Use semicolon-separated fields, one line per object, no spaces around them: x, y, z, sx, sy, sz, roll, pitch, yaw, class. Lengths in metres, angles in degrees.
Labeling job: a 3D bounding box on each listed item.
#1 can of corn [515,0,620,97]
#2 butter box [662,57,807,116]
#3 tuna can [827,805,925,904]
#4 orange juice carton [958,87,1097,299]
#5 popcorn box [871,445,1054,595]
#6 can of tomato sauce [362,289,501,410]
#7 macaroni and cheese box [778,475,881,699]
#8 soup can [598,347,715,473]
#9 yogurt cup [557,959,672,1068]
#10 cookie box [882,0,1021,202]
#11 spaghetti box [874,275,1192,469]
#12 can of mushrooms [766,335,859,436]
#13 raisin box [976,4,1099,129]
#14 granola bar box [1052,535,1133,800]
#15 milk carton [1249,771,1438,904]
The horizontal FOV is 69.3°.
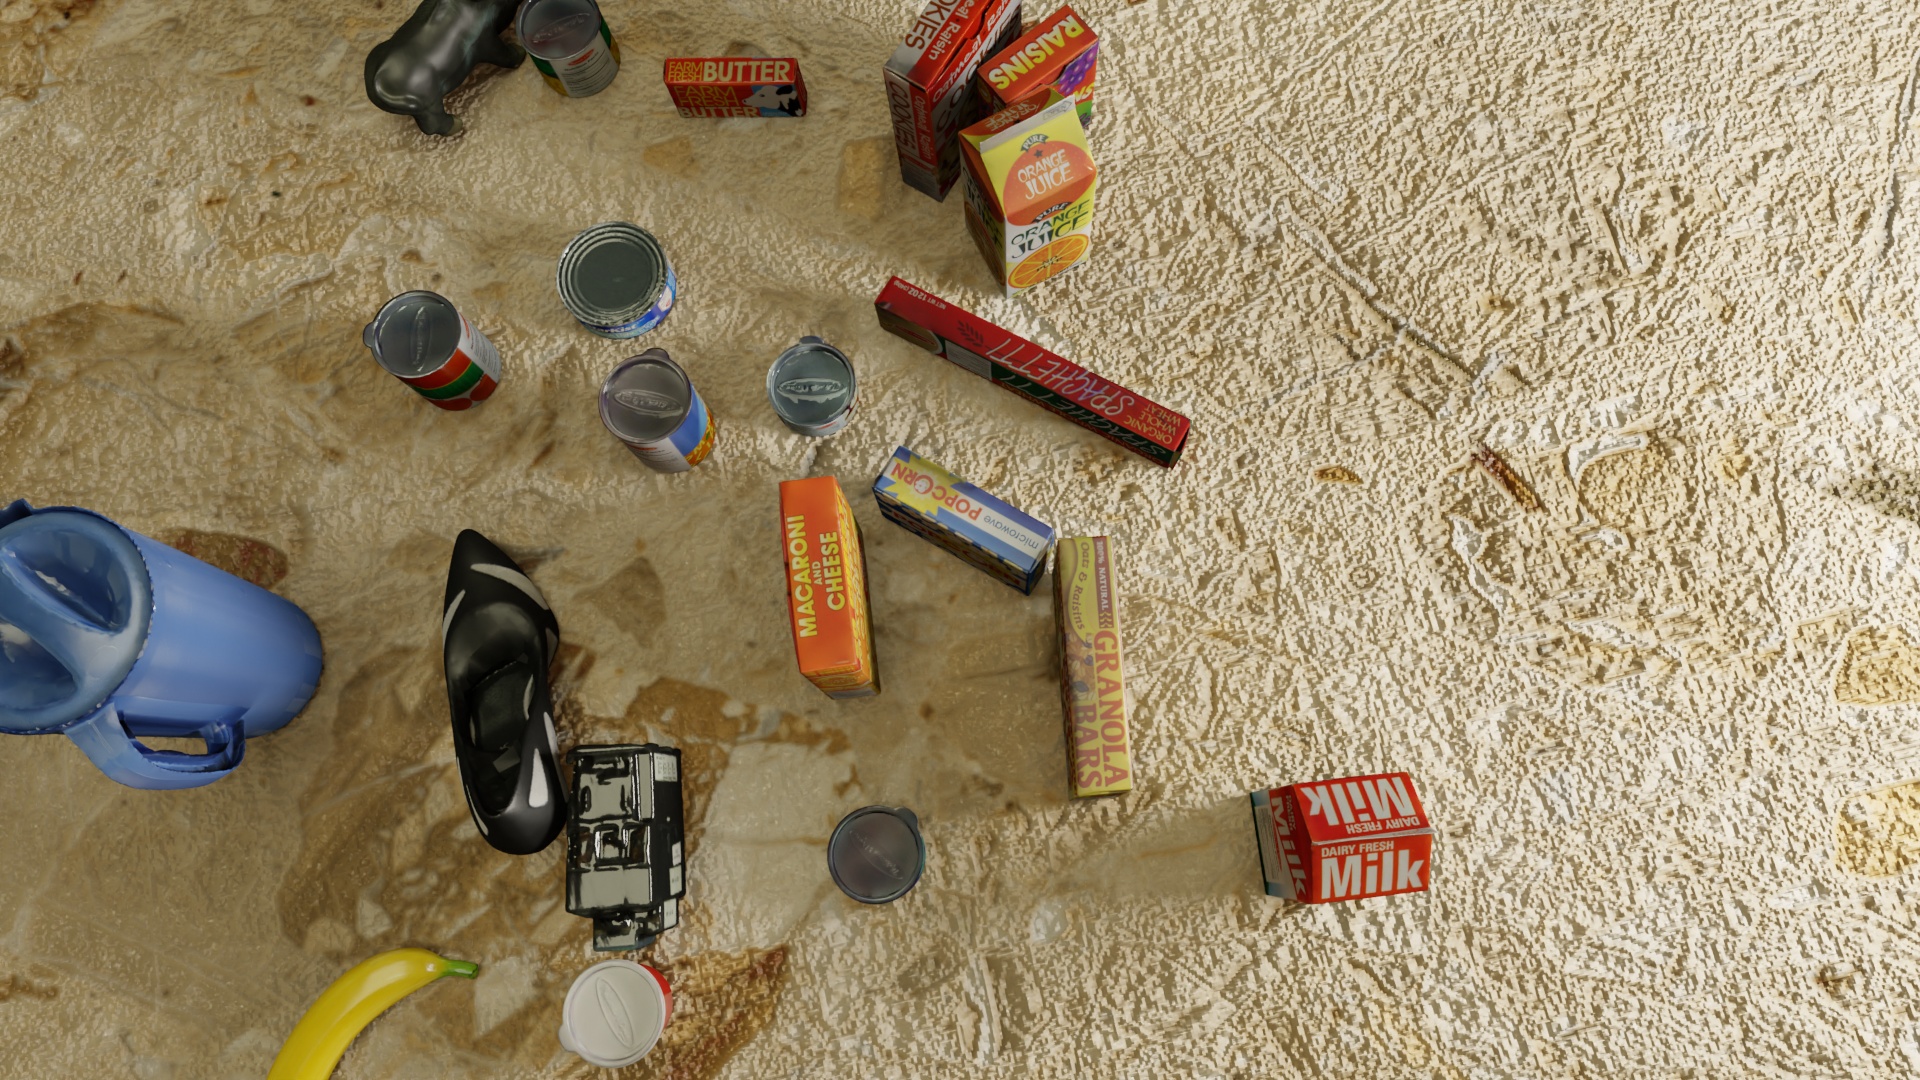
-0.309;-0.395;1.095;0.071;0.058;0.071;0;77;2;can of corn
-0.175;-0.353;1.083;0.103;0.053;0.024;1;78;2;butter box
-0.056;0.215;0.959;0.071;0.032;0.071;0;77;2;tuna can
0.046;-0.249;0.980;0.072;0.192;0.073;-27;78;-4;orange juice carton
0.004;-0.012;0.982;0.127;0.085;0.038;29;80;8;popcorn box
-0.388;-0.138;1.027;0.071;0.083;0.071;0;78;2;can of tomato sauce
-0.086;0.037;0.933;0.040;0.166;0.124;-8;77;1;macaroni and cheese box
-0.218;-0.093;1.010;0.071;0.083;0.071;0;78;2;soup can
-0.226;0.314;0.932;0.072;0.054;0.072;0;77;2;yogurt cup
-0.001;-0.339;1.015;0.040;0.167;0.123;31;81;8;cookie box
0.053;-0.123;1.024;0.250;0.050;0.029;27;80;8;spaghetti box
-0.109;-0.114;1.036;0.071;0.033;0.071;0;77;2;can of mushrooms
0.056;-0.329;1.033;0.086;0.123;0.040;-37;79;-6;raisin box
0.088;0.089;0.936;0.039;0.124;0.166;-4;77;2;granola bar box
0.238;0.187;0.874;0.072;0.190;0.073;-7;78;1;milk carton
